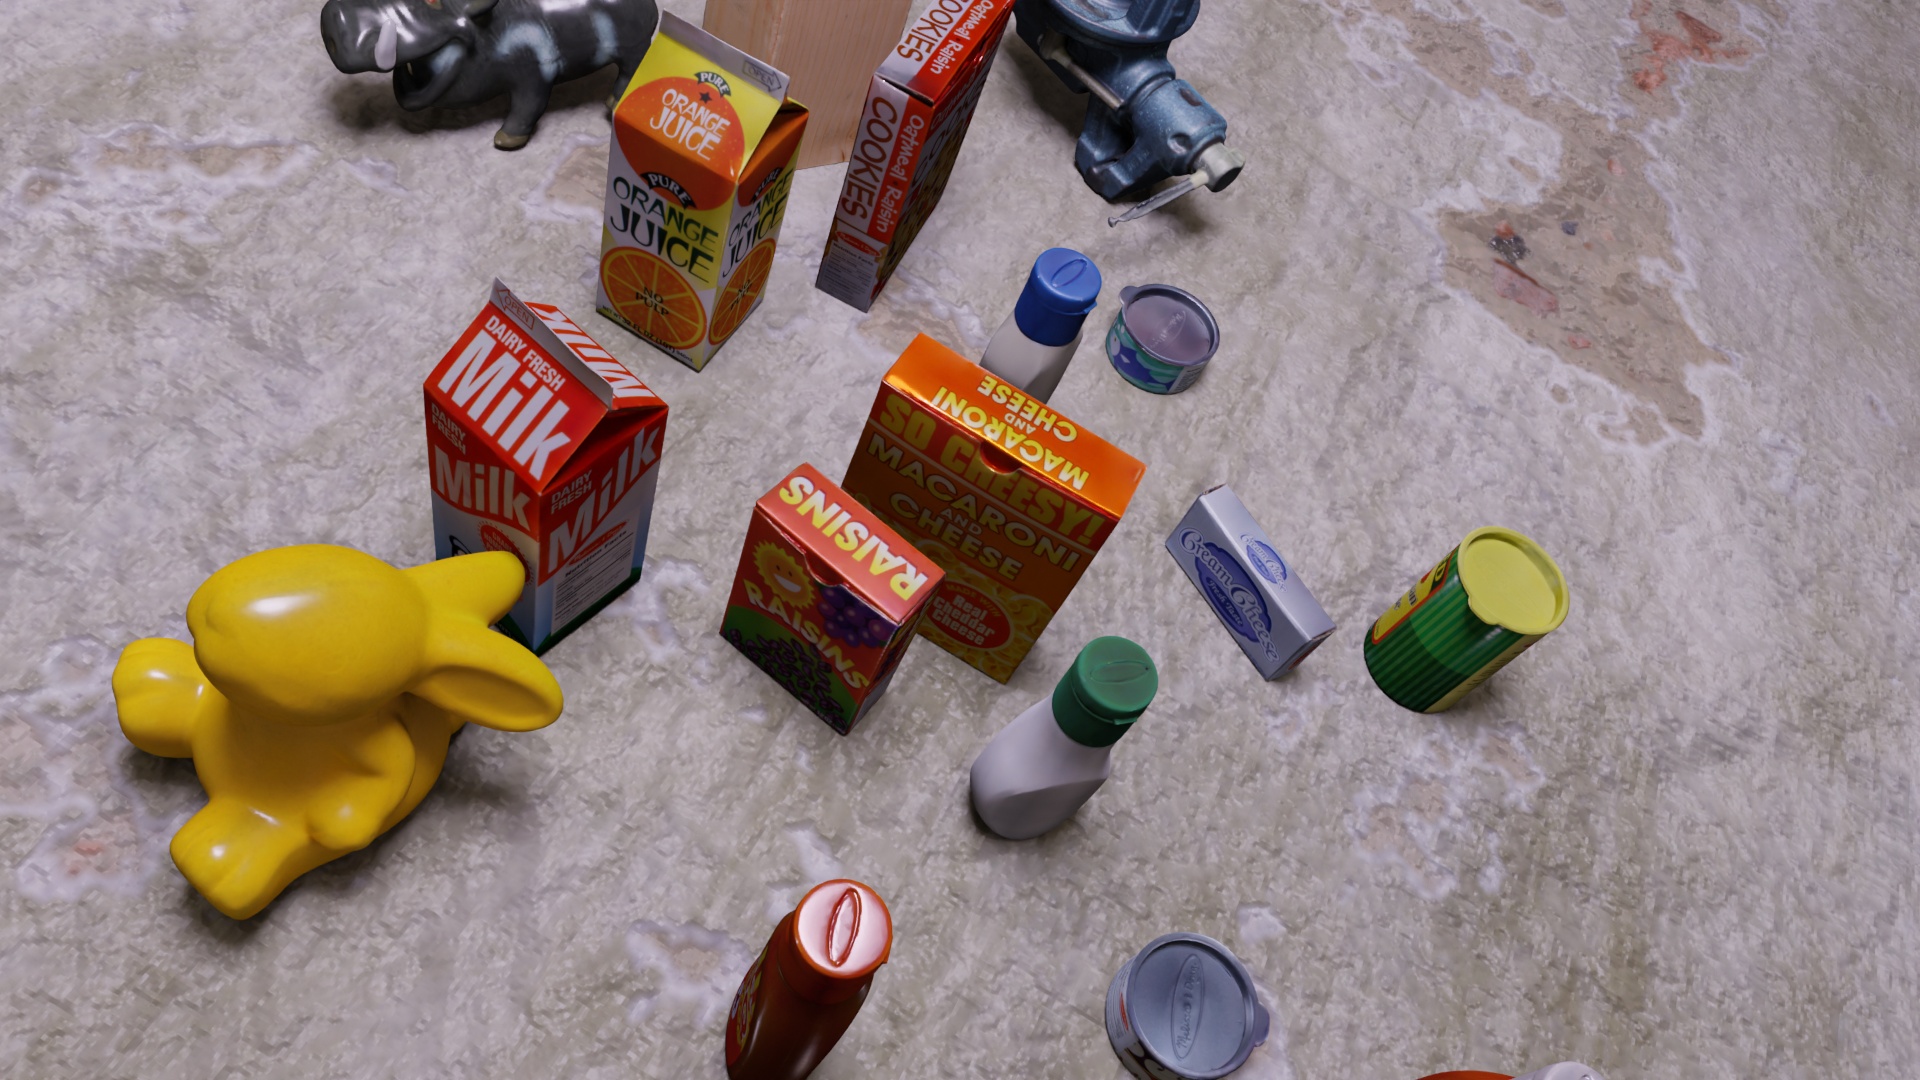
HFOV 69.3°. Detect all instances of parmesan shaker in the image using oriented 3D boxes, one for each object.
[{"bbox_3d":[0.278,0.048,0.776,0.071,0.102,0.071,9,56,-13],"label":"parmesan shaker"}]

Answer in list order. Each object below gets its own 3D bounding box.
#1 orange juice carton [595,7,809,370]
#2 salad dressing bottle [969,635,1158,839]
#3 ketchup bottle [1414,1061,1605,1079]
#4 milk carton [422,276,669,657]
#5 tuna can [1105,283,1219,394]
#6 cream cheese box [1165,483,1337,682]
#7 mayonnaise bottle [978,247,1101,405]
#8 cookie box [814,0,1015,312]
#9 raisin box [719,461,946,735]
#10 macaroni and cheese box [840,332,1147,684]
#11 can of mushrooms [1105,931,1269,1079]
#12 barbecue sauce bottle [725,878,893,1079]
[{"bbox_3d":[-0.136,-0.185,0.731,0.072,0.191,0.073,31,54,2],"label":"orange juice carton"},{"bbox_3d":[0.048,0.093,0.642,0.064,0.147,0.044,-5,61,-22],"label":"salad dressing bottle"},{"bbox_3d":[0.221,0.257,0.594,0.043,0.148,0.065,27,54,-1],"label":"ketchup bottle"},{"bbox_3d":[-0.184,-0.032,0.617,0.072,0.189,0.074,41,55,10],"label":"milk carton"},{"bbox_3d":[0.126,-0.129,0.881,0.071,0.032,0.071,9,56,-13],"label":"tuna can"},{"bbox_3d":[0.161,0.024,0.782,0.024,0.053,0.104,-23,68,-29],"label":"cream cheese box"},{"bbox_3d":[0.035,-0.098,0.760,0.041,0.147,0.065,42,55,10],"label":"mayonnaise bottle"},{"bbox_3d":[-0.027,-0.232,0.813,0.040,0.166,0.123,28,54,0],"label":"cookie box"},{"bbox_3d":[-0.065,0.031,0.659,0.086,0.122,0.040,39,55,8],"label":"raisin box"},{"bbox_3d":[0.002,-0.009,0.680,0.124,0.165,0.040,31,54,2],"label":"macaroni and cheese box"},{"bbox_3d":[0.105,0.221,0.649,0.071,0.033,0.071,9,56,-13],"label":"can of mushrooms"},{"bbox_3d":[-0.061,0.175,0.552,0.044,0.147,0.065,18,55,-7],"label":"barbecue sauce bottle"}]
